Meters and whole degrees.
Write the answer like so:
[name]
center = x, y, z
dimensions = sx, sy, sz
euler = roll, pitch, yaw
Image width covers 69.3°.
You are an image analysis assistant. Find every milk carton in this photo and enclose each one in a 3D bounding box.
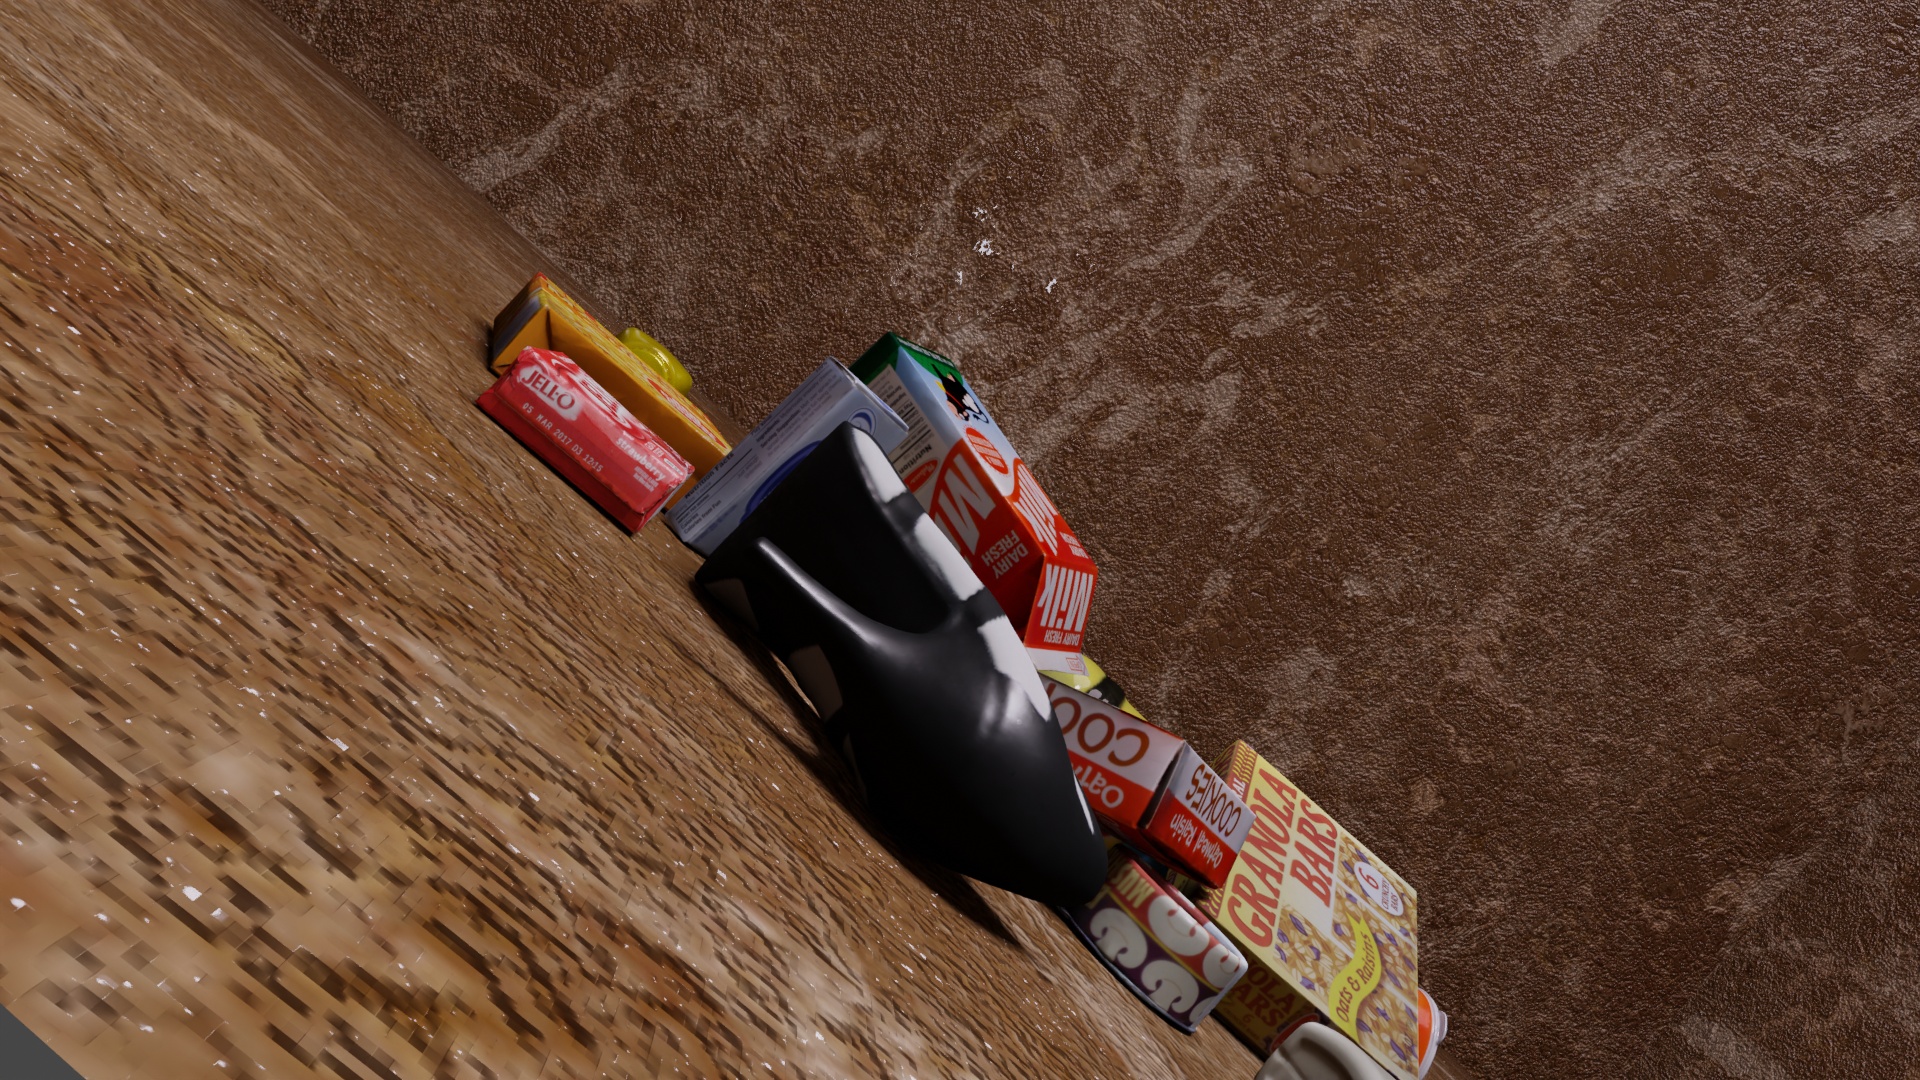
[milk carton]
center = 0.003, -0.009, 0.715
dimensions = 0.191, 0.073, 0.072
euler = 56, 18, 22

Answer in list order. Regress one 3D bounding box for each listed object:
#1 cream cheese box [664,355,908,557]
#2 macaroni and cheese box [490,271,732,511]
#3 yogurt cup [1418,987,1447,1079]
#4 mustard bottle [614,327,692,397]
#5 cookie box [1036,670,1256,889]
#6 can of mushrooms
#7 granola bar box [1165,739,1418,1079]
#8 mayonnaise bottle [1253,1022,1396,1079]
[cream cheese box]
center = -0.076, -0.030, 0.616
dimensions = 0.024, 0.104, 0.053
euler = 49, 4, 32
[macaroni and cheese box]
center = -0.172, -0.072, 0.689
dimensions = 0.123, 0.040, 0.167
euler = 42, -1, -24
[yogurt cup]
center = 0.205, 0.251, 0.720
dimensions = 0.054, 0.072, 0.072
euler = 34, 0, -8
[mustard bottle]
center = -0.217, -0.112, 0.941
dimensions = 0.065, 0.049, 0.160
euler = 42, 0, -12
[cookie box]
center = 0.030, 0.083, 0.582
dimensions = 0.167, 0.040, 0.122
euler = 24, -11, 31
[can of mushrooms]
center = 0.070, 0.145, 0.515
dimensions = 0.071, 0.033, 0.071
euler = 42, 0, 1
[granola bar box]
center = 0.157, 0.179, 0.660
dimensions = 0.124, 0.039, 0.166
euler = 41, 24, 3
[mayonnaise bottle]
center = 0.162, 0.221, 0.456
dimensions = 0.148, 0.041, 0.065
euler = 43, 0, -18
